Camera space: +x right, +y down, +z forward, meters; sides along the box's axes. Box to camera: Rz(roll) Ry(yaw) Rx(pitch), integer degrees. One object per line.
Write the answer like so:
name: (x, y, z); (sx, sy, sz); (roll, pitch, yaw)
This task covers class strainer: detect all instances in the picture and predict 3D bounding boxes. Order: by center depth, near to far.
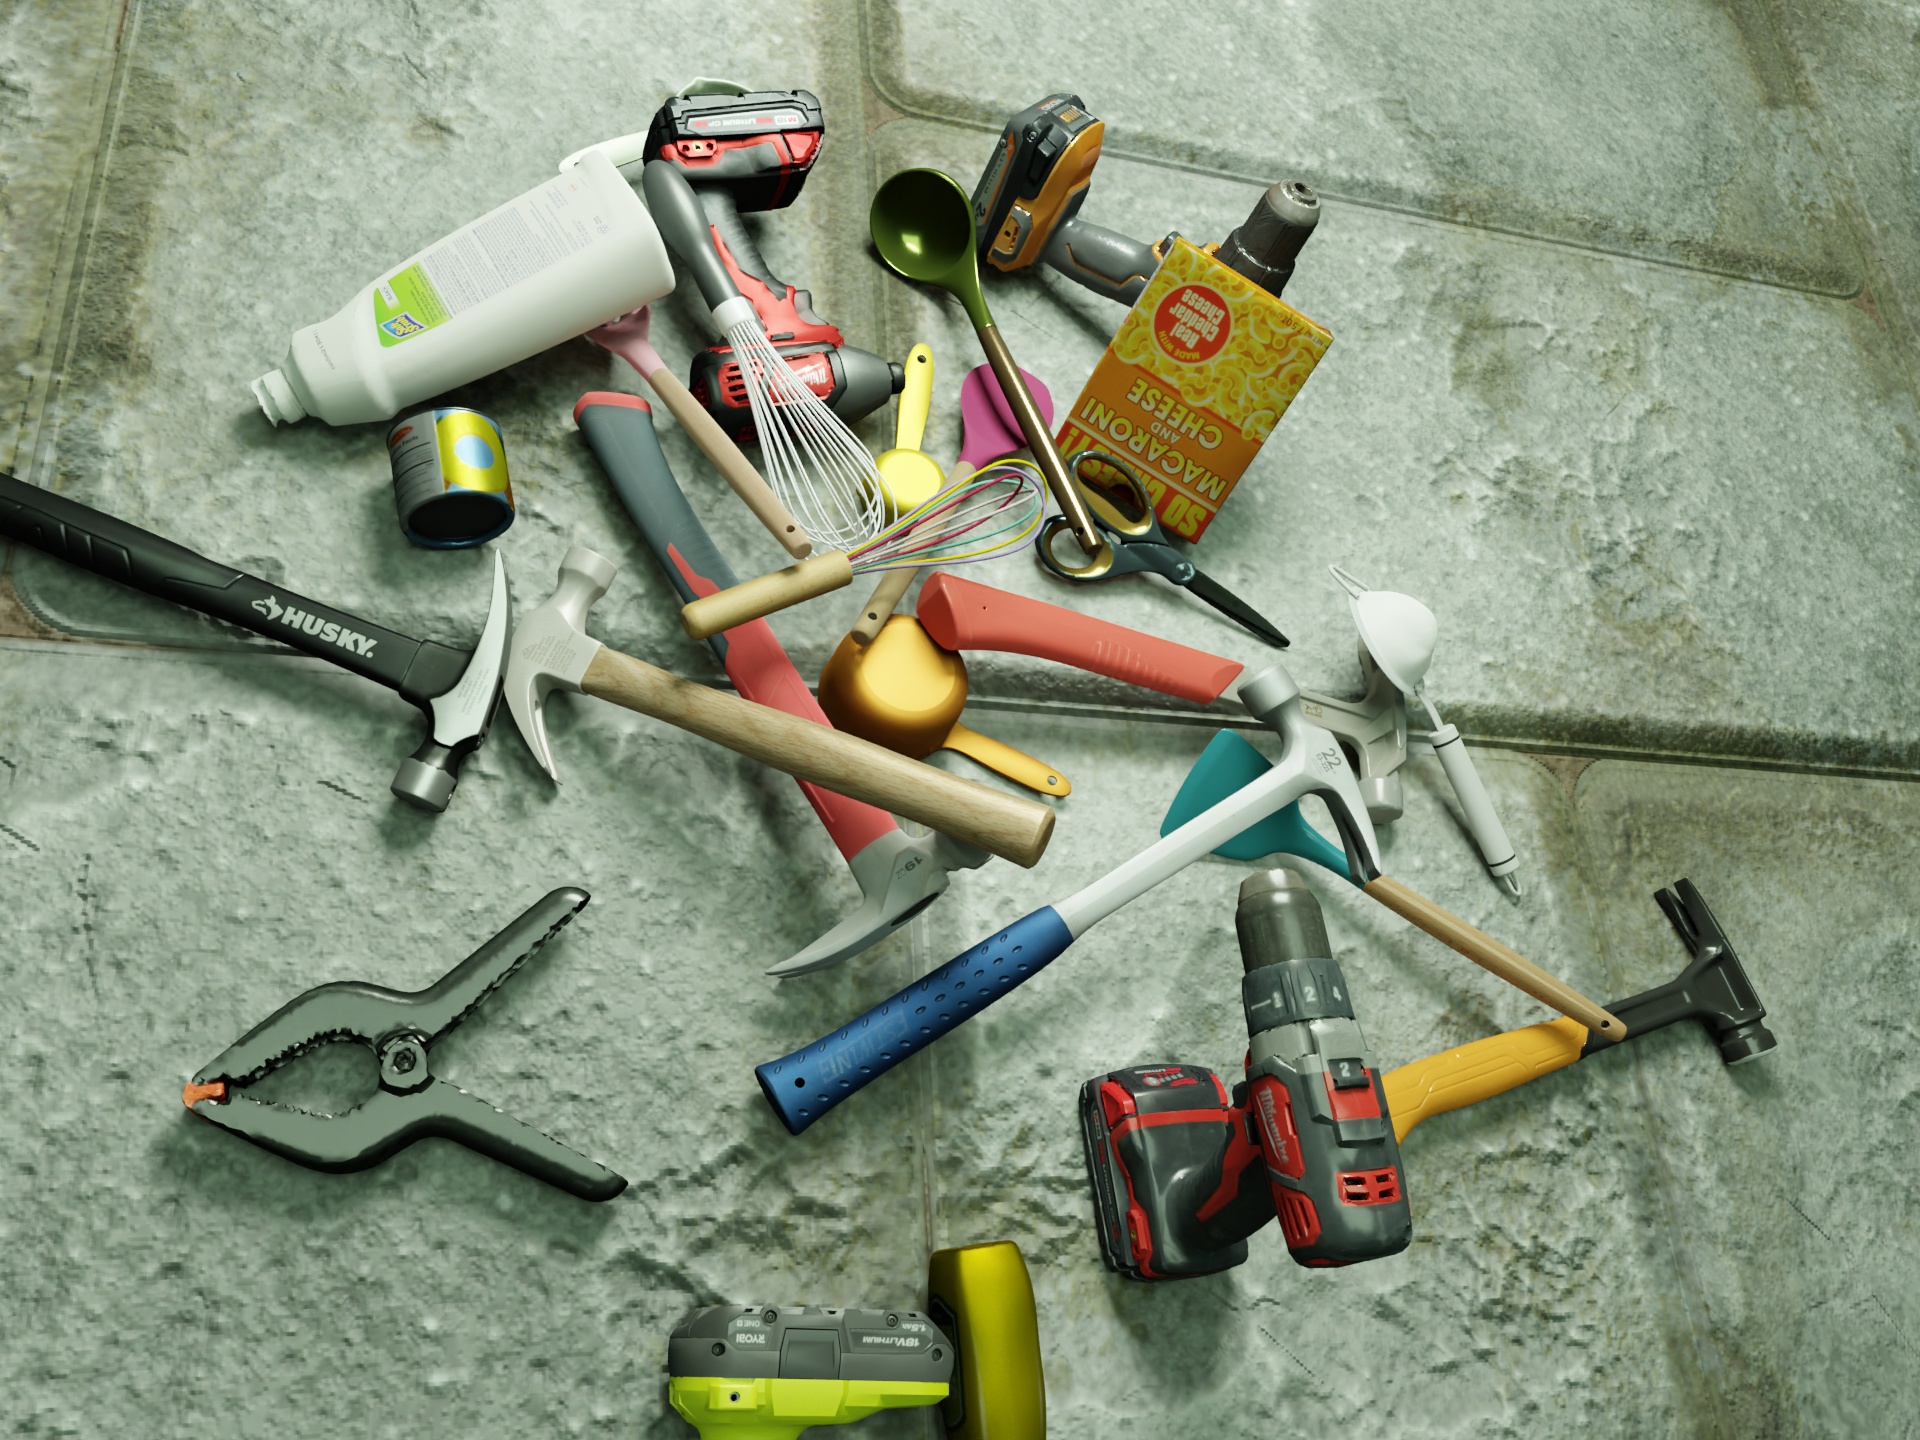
strainer: (0.326, 0.002, 1.076); (0.087, 0.050, 0.258); (-30, 95, -57)

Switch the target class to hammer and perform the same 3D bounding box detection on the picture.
hammer: (-0.407, -0.078, 0.866); (0.334, 0.035, 0.146); (22, 75, -5)
hammer: (-0.106, 0.011, 0.877); (0.331, 0.031, 0.130); (20, 73, 15)
hammer: (0.070, 0.117, 0.918); (0.405, 0.035, 0.144); (-29, 81, -20)
hammer: (-0.141, -0.037, 0.939); (0.143, 0.038, 0.387); (-35, 71, 2)
hammer: (0.380, 0.201, 1.027); (0.336, 0.034, 0.127); (-12, 71, -25)
hammer: (0.140, -0.041, 1.028); (0.358, 0.036, 0.149); (15, 61, -23)

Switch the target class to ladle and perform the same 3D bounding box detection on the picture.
ladle: (0.020, -0.246, 1.080); (0.062, 0.078, 0.320); (5, 54, -48)

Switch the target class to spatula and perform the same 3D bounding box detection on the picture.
spatula: (0.280, 0.117, 1.006); (0.317, 0.044, 0.082); (31, 95, 6)

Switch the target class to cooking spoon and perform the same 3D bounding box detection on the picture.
cooking spoon: (-0.006, -0.149, 1.033); (0.068, 0.017, 0.319); (32, 45, -4)

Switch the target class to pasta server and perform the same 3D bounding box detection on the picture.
pasta server: (-0.173, -0.199, 0.964); (0.060, 0.040, 0.317); (-30, 55, -14)

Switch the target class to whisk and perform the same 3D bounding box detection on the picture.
whisk: (-0.050, -0.100, 0.922); (0.245, 0.047, 0.051); (-24, 60, -25)
whisk: (-0.124, -0.217, 0.970); (0.070, 0.070, 0.284); (-27, 86, -29)

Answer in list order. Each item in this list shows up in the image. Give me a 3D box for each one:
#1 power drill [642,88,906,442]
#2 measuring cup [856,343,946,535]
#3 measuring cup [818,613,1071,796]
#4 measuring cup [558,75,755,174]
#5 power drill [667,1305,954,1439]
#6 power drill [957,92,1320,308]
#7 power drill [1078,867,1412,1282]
power drill: (-0.123, -0.293, 1.045); (0.143, 0.078, 0.220); (-12, 84, -22)
measuring cup: (-0.031, -0.198, 1.074); (0.062, 0.029, 0.157); (13, 64, -14)
measuring cup: (-0.002, -0.003, 0.977); (0.173, 0.052, 0.095); (27, 59, -4)
measuring cup: (-0.204, -0.393, 1.105); (0.167, 0.038, 0.083); (-28, 77, -27)
power drill: (-0.069, 0.396, 0.748); (0.171, 0.080, 0.223); (8, 67, -15)
power drill: (0.128, -0.345, 1.117); (0.226, 0.185, 0.084); (39, 47, 5)
power drill: (0.142, 0.195, 0.830); (0.080, 0.226, 0.188); (0, 66, -20)
